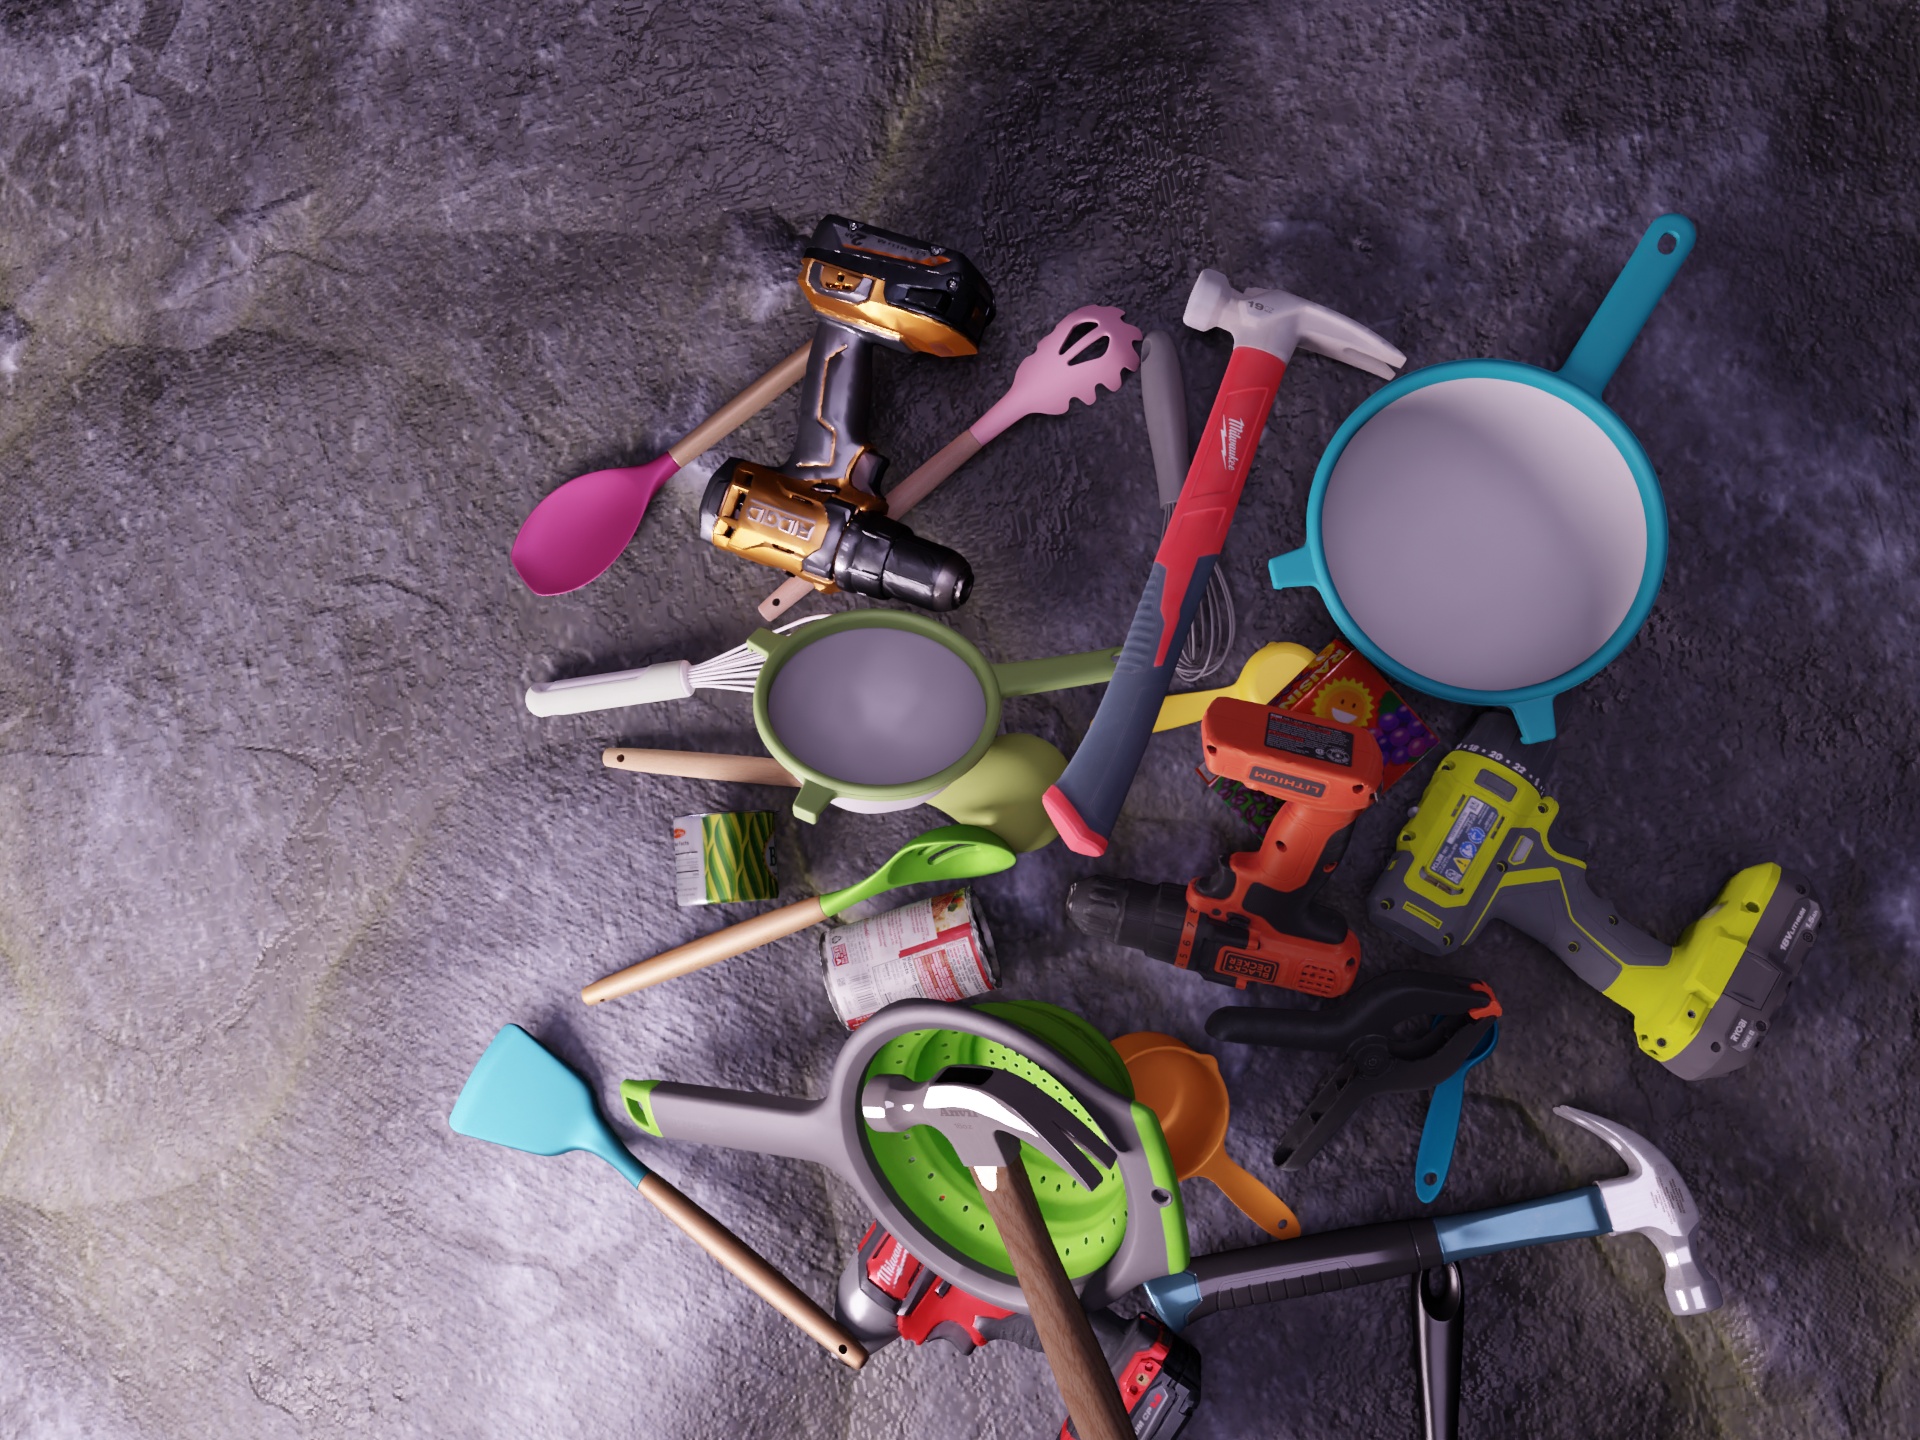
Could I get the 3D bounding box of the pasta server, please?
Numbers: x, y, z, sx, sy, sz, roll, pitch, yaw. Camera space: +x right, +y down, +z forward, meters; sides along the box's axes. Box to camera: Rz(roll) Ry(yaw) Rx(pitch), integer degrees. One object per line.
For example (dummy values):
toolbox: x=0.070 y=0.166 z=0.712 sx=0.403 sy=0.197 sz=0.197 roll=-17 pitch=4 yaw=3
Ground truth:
pasta server: x=-0.010 y=-0.170 z=1.065 sx=0.316 sy=0.040 sz=0.060 roll=-39 pitch=81 yaw=6

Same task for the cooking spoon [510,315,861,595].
cooking spoon: x=-0.175 y=-0.194 z=1.090 sx=0.319 sy=0.017 sz=0.069 roll=-37 pitch=80 yaw=3

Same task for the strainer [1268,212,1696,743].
strainer: x=0.348 y=-0.161 z=0.989 sx=0.211 sy=0.095 sz=0.340 roll=33 pitch=83 yaw=6

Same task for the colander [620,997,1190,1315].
colander: x=-0.035 y=0.230 z=0.954 sx=0.397 sy=0.094 sz=0.204 roll=-1 pitch=112 yaw=33

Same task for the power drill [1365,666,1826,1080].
power drill: x=0.387 y=0.091 z=0.965 sx=0.228 sy=0.080 sz=0.190 roll=31 pitch=81 yaw=11

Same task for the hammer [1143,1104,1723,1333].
hammer: x=0.273 y=0.318 z=0.958 sx=0.331 sy=0.033 sz=0.128 roll=-12 pitch=71 yaw=3

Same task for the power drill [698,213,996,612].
power drill: x=-0.050 y=-0.188 z=1.020 sx=0.185 sy=0.084 sz=0.226 roll=22 pitch=93 yaw=17

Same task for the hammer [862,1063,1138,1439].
hammer: x=0.059 y=0.333 z=0.865 sx=0.130 sy=0.031 sz=0.331 roll=-11 pitch=107 yaw=36

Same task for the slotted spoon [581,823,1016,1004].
slotted spoon: x=-0.111 y=0.127 z=1.023 sx=0.314 sy=0.070 sz=0.031 roll=-22 pitch=60 yaw=15

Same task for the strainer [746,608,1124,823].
strainer: x=-0.002 y=-0.003 z=0.996 sx=0.256 sy=0.069 sz=0.152 roll=-10 pitch=51 yaw=-15

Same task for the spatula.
spatula: x=-0.188 y=0.311 z=1.011 sx=0.318 sy=0.044 sz=0.082 roll=31 pitch=91 yaw=21

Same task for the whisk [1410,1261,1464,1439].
whisk: x=0.288 y=0.467 z=0.951 sx=0.073 sy=0.073 sz=0.296 roll=1 pitch=78 yaw=7

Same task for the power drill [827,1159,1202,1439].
power drill: x=0.028 y=0.384 z=0.980 sx=0.220 sy=0.078 sz=0.143 roll=34 pitch=88 yaw=12

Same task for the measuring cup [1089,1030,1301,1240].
measuring cup: x=0.146 y=0.265 z=0.996 sx=0.173 sy=0.052 sz=0.095 roll=43 pitch=85 yaw=-16

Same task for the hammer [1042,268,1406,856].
hammer: x=0.153 y=-0.093 z=0.981 sx=0.143 sy=0.038 sz=0.386 roll=21 pitch=75 yaw=2

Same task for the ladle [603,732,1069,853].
ladle: x=-0.082 y=0.037 z=1.050 sx=0.320 sy=0.062 sz=0.078 roll=4 pitch=88 yaw=14

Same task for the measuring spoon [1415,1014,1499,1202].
measuring spoon: x=0.300 y=0.234 z=0.970 sx=0.042 sy=0.021 sz=0.129 roll=0 pitch=59 yaw=41

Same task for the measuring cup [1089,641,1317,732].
measuring cup: x=0.160 y=-0.012 z=1.024 sx=0.156 sy=0.029 sz=0.062 roll=-12 pitch=83 yaw=3

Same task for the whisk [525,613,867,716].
whisk: x=-0.175 y=-0.030 z=1.061 sx=0.246 sy=0.058 sz=0.059 roll=-8 pitch=114 yaw=10

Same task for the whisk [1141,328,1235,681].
whisk: x=0.142 y=-0.143 z=1.033 sx=0.055 sy=0.055 sz=0.239 roll=-7 pitch=80 yaw=6
